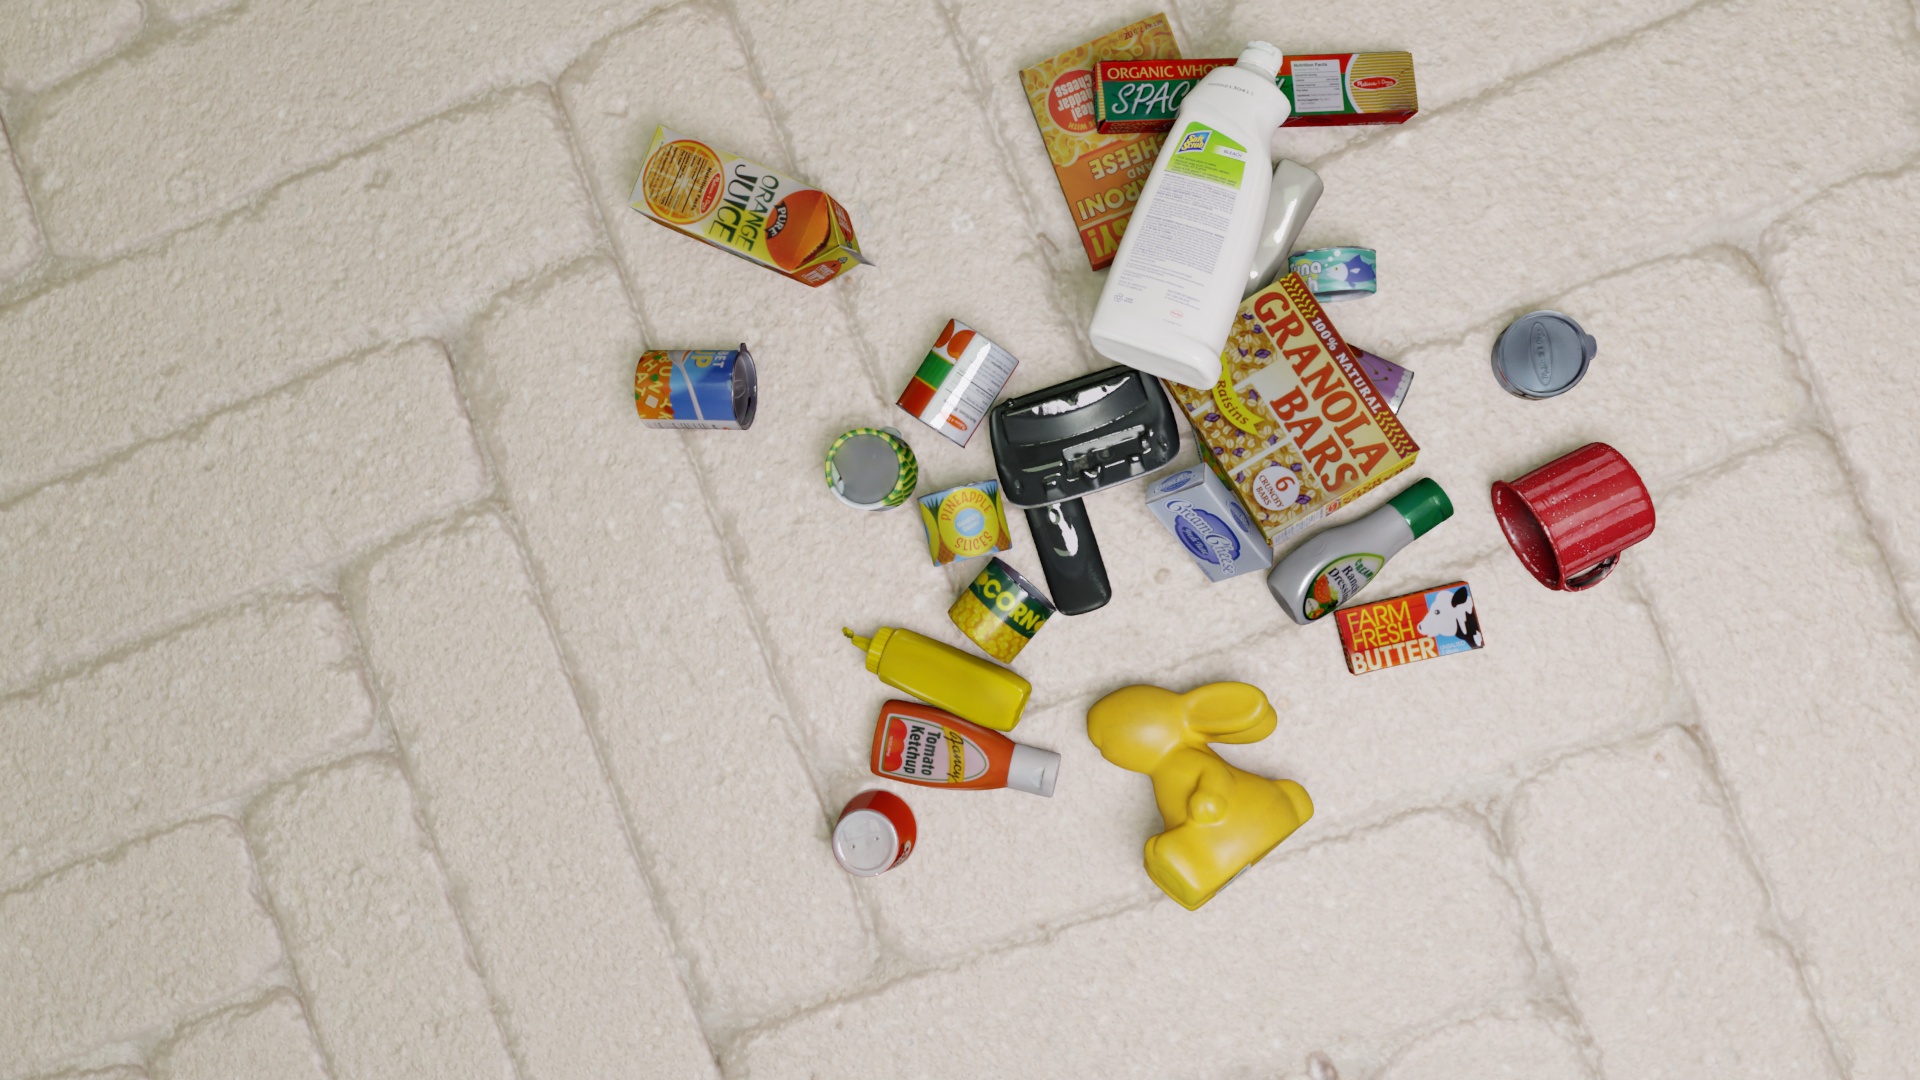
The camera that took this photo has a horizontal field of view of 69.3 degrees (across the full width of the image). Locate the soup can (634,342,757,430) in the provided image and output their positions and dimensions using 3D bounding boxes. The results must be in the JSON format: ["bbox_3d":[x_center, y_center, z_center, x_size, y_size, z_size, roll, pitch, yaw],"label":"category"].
[{"bbox_3d":[-0.216,-0.126,1.138,0.084,0.071,0.071,1,90,9],"label":"soup can"}]

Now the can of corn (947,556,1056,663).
[{"bbox_3d":[0.032,0.056,1.099,0.071,0.071,0.058,41,96,6],"label":"can of corn"}]

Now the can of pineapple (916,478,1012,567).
[{"bbox_3d":[0.004,-0.014,1.104,0.071,0.071,0.058,-14,89,8],"label":"can of pineapple"}]

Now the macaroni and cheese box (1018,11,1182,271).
[{"bbox_3d":[0.134,-0.314,1.102,0.124,0.040,0.166,-21,86,7],"label":"macaroni and cheese box"}]

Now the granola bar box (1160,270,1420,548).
[{"bbox_3d":[0.235,-0.097,1.016,0.124,0.039,0.166,-31,73,4],"label":"granola bar box"}]

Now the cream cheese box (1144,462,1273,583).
[{"bbox_3d":[0.191,-0.012,1.064,0.053,0.024,0.103,-21,127,35],"label":"cream cheese box"}]

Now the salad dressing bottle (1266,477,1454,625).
[{"bbox_3d":[0.308,0.006,1.069,0.148,0.064,0.044,-35,42,0],"label":"salad dressing bottle"}]

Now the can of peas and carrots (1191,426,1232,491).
[{"bbox_3d":[0.220,-0.072,1.075,0.071,0.071,0.058,-15,87,8],"label":"can of peas and carrots"}]

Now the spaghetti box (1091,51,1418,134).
[{"bbox_3d":[0.224,-0.343,1.064,0.250,0.028,0.050,-4,85,-6],"label":"spaghetti box"}]

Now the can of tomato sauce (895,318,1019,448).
[{"bbox_3d":[-0.003,-0.126,1.109,0.071,0.071,0.083,33,94,7],"label":"can of tomato sauce"}]

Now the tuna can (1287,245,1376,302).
[{"bbox_3d":[0.283,-0.203,1.065,0.071,0.071,0.033,-2,90,8],"label":"tuna can"}]

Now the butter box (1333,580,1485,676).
[{"bbox_3d":[0.347,0.068,1.077,0.103,0.024,0.053,-14,89,8],"label":"butter box"}]

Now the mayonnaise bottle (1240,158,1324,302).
[{"bbox_3d":[0.228,-0.219,1.078,0.041,0.065,0.148,31,98,14],"label":"mayonnaise bottle"}]

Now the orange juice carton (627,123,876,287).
[{"bbox_3d":[-0.162,-0.263,1.128,0.193,0.072,0.073,23,94,8],"label":"orange juice carton"}]

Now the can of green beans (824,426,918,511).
[{"bbox_3d":[-0.071,-0.057,1.121,0.071,0.058,0.071,0,90,8],"label":"can of green beans"}]

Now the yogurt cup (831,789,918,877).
[{"bbox_3d":[-0.072,0.239,1.122,0.072,0.054,0.072,0,89,8],"label":"yogurt cup"}]

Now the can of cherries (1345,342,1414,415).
[{"bbox_3d":[0.306,-0.112,1.065,0.058,0.071,0.071,25,94,8],"label":"can of cherries"}]

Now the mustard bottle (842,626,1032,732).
[{"bbox_3d":[-0.024,0.104,1.114,0.160,0.065,0.049,21,92,13],"label":"mustard bottle"}]

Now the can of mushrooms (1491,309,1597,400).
[{"bbox_3d":[0.444,-0.141,1.059,0.071,0.033,0.071,0,89,9],"label":"can of mushrooms"}]

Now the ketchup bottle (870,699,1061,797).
[{"bbox_3d":[0.005,0.173,1.117,0.149,0.043,0.064,11,96,8],"label":"ketchup bottle"}]
